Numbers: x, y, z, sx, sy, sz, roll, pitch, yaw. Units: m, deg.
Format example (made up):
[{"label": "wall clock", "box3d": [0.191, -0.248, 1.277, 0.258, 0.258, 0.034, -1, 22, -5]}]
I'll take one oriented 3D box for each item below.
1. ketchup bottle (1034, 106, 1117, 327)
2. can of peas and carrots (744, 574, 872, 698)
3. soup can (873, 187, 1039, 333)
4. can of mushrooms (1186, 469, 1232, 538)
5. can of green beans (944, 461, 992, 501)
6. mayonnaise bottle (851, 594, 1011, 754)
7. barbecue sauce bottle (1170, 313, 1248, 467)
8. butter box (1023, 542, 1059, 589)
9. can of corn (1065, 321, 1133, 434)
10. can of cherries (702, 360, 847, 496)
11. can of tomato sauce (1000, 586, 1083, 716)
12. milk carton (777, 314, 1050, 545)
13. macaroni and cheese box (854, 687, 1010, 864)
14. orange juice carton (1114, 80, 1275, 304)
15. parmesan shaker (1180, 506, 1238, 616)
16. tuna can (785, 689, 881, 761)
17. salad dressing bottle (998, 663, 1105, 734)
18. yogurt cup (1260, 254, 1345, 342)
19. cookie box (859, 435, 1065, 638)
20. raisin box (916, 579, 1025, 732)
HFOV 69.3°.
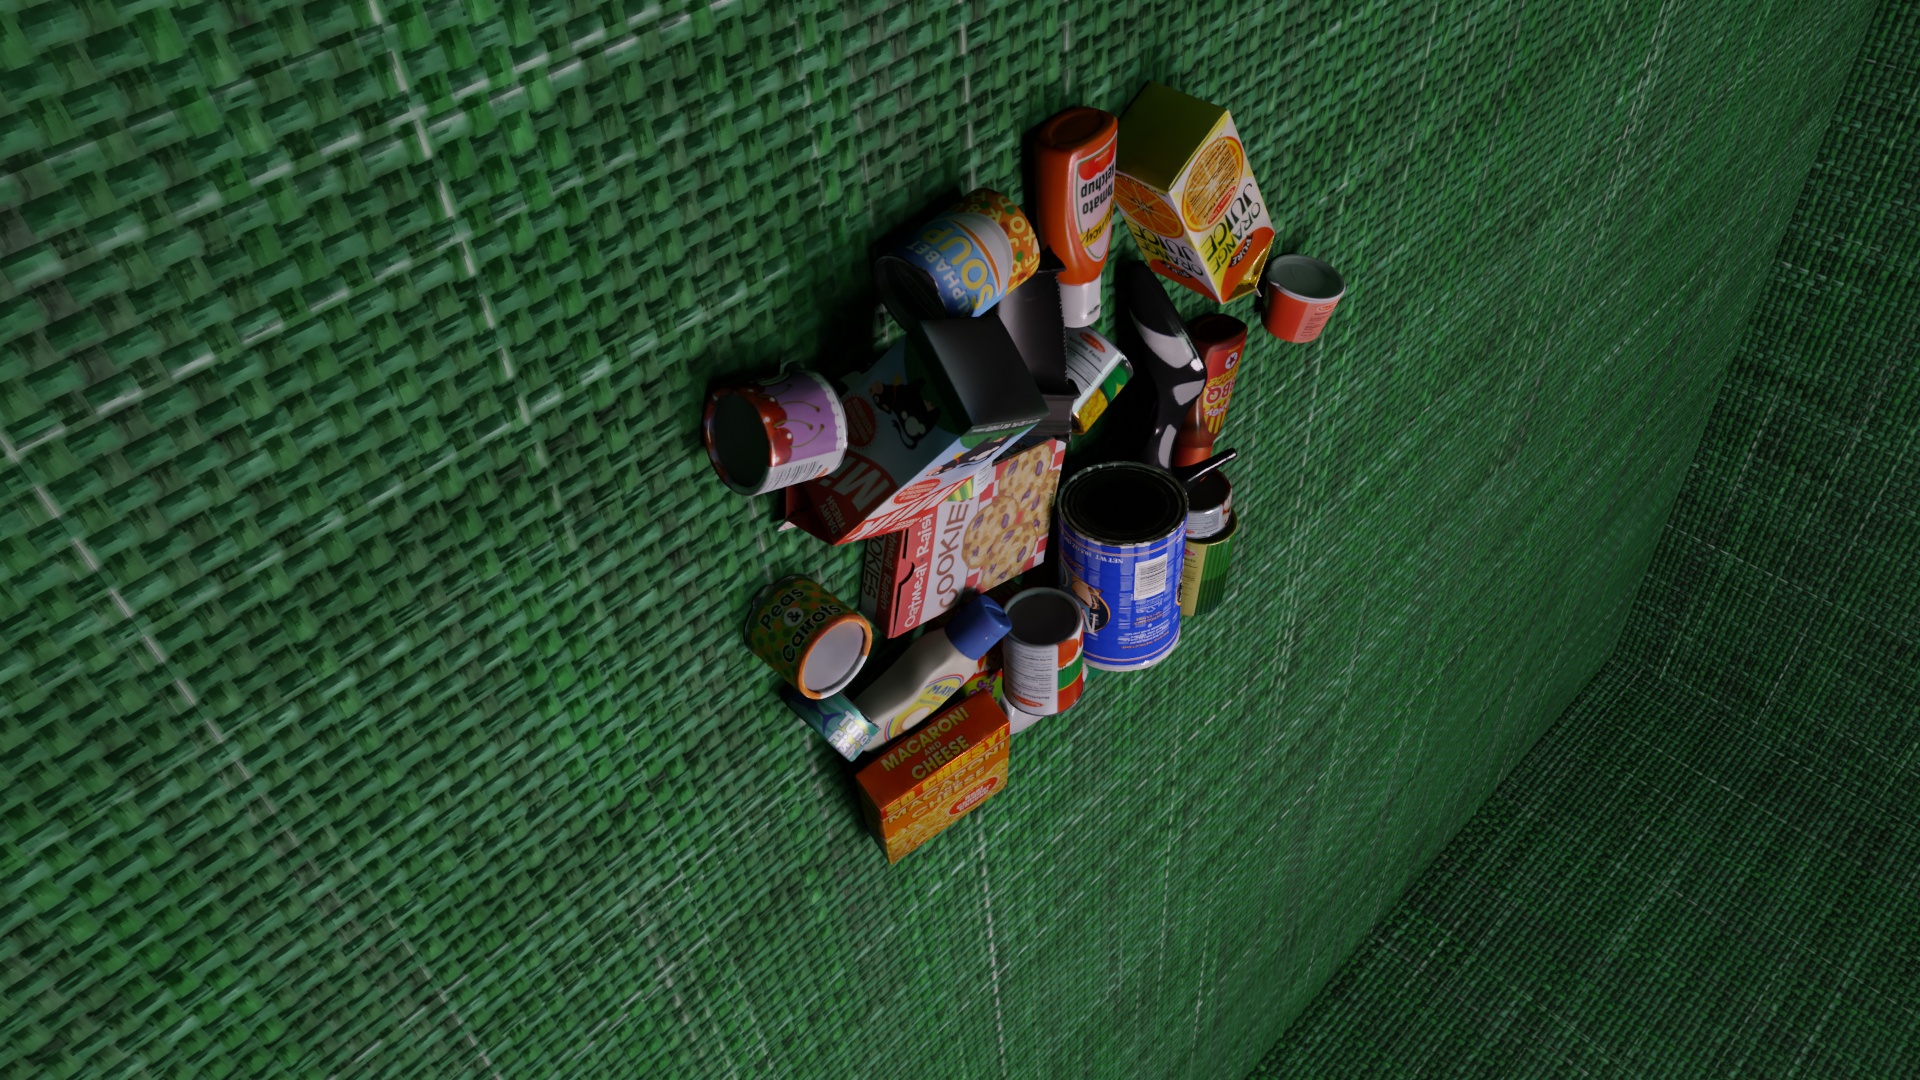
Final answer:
[{"label": "ketchup bottle", "box3d": [0.078, -0.216, 0.950, 0.065, 0.043, 0.148, -44, 147, -33]}, {"label": "can of peas and carrots", "box3d": [-0.104, 0.064, 0.943, 0.071, 0.059, 0.070, -33, 141, -32]}, {"label": "soup can", "box3d": [-0.001, -0.171, 0.861, 0.084, 0.071, 0.071, -41, 145, -23]}, {"label": "can of mushrooms", "box3d": [0.213, -0.038, 1.263, 0.071, 0.071, 0.033, -38, 142, -26]}, {"label": "can of green beans", "box3d": [-0.010, -0.068, 0.943, 0.071, 0.071, 0.057, -29, 139, -36]}, {"label": "mayonnaise bottle", "box3d": [-0.024, 0.102, 1.059, 0.147, 0.041, 0.065, -45, 149, 16]}, {"label": "barbecue sauce bottle", "box3d": [0.208, -0.120, 1.203, 0.065, 0.044, 0.147, -29, 139, -37]}, {"label": "butter box", "box3d": [0.097, 0.025, 1.202, 0.104, 0.024, 0.053, -17, 130, -45]}, {"label": "can of corn", "box3d": [0.083, -0.119, 1.021, 0.058, 0.071, 0.071, -50, 147, -8]}, {"label": "can of cherries", "box3d": [-0.111, -0.066, 0.817, 0.058, 0.071, 0.071, -20, 133, -42]}, {"label": "can of tomato sauce", "box3d": [0.065, 0.087, 1.102, 0.071, 0.071, 0.082, -36, 142, -29]}, {"label": "milk carton", "box3d": [-0.041, -0.057, 0.865, 0.072, 0.073, 0.189, -14, 163, -45]}, {"label": "macaroni and cheese box", "box3d": [-0.021, 0.194, 1.126, 0.124, 0.040, 0.165, -32, 157, -15]}, {"label": "orange juice carton", "box3d": [0.173, -0.242, 1.025, 0.073, 0.072, 0.192, -53, 147, -4]}, {"label": "parmesan shaker", "box3d": [0.221, 0.012, 1.315, 0.071, 0.071, 0.102, -36, 146, -28]}, {"label": "tuna can", "box3d": [-0.091, 0.128, 1.004, 0.033, 0.071, 0.071, -49, 147, -9]}, {"label": "salad dressing bottle", "box3d": [0.077, 0.126, 1.249, 0.148, 0.044, 0.064, -22, 132, -43]}, {"label": "yogurt cup", "box3d": [0.298, -0.211, 1.223, 0.073, 0.072, 0.053, -31, 148, -34]}, {"label": "cookie box", "box3d": [0.004, -0.013, 1.032, 0.168, 0.040, 0.122, -25, 137, -39]}, {"label": "raisin box", "box3d": [0.006, 0.095, 1.131, 0.086, 0.040, 0.123, -7, 123, -49]}]
